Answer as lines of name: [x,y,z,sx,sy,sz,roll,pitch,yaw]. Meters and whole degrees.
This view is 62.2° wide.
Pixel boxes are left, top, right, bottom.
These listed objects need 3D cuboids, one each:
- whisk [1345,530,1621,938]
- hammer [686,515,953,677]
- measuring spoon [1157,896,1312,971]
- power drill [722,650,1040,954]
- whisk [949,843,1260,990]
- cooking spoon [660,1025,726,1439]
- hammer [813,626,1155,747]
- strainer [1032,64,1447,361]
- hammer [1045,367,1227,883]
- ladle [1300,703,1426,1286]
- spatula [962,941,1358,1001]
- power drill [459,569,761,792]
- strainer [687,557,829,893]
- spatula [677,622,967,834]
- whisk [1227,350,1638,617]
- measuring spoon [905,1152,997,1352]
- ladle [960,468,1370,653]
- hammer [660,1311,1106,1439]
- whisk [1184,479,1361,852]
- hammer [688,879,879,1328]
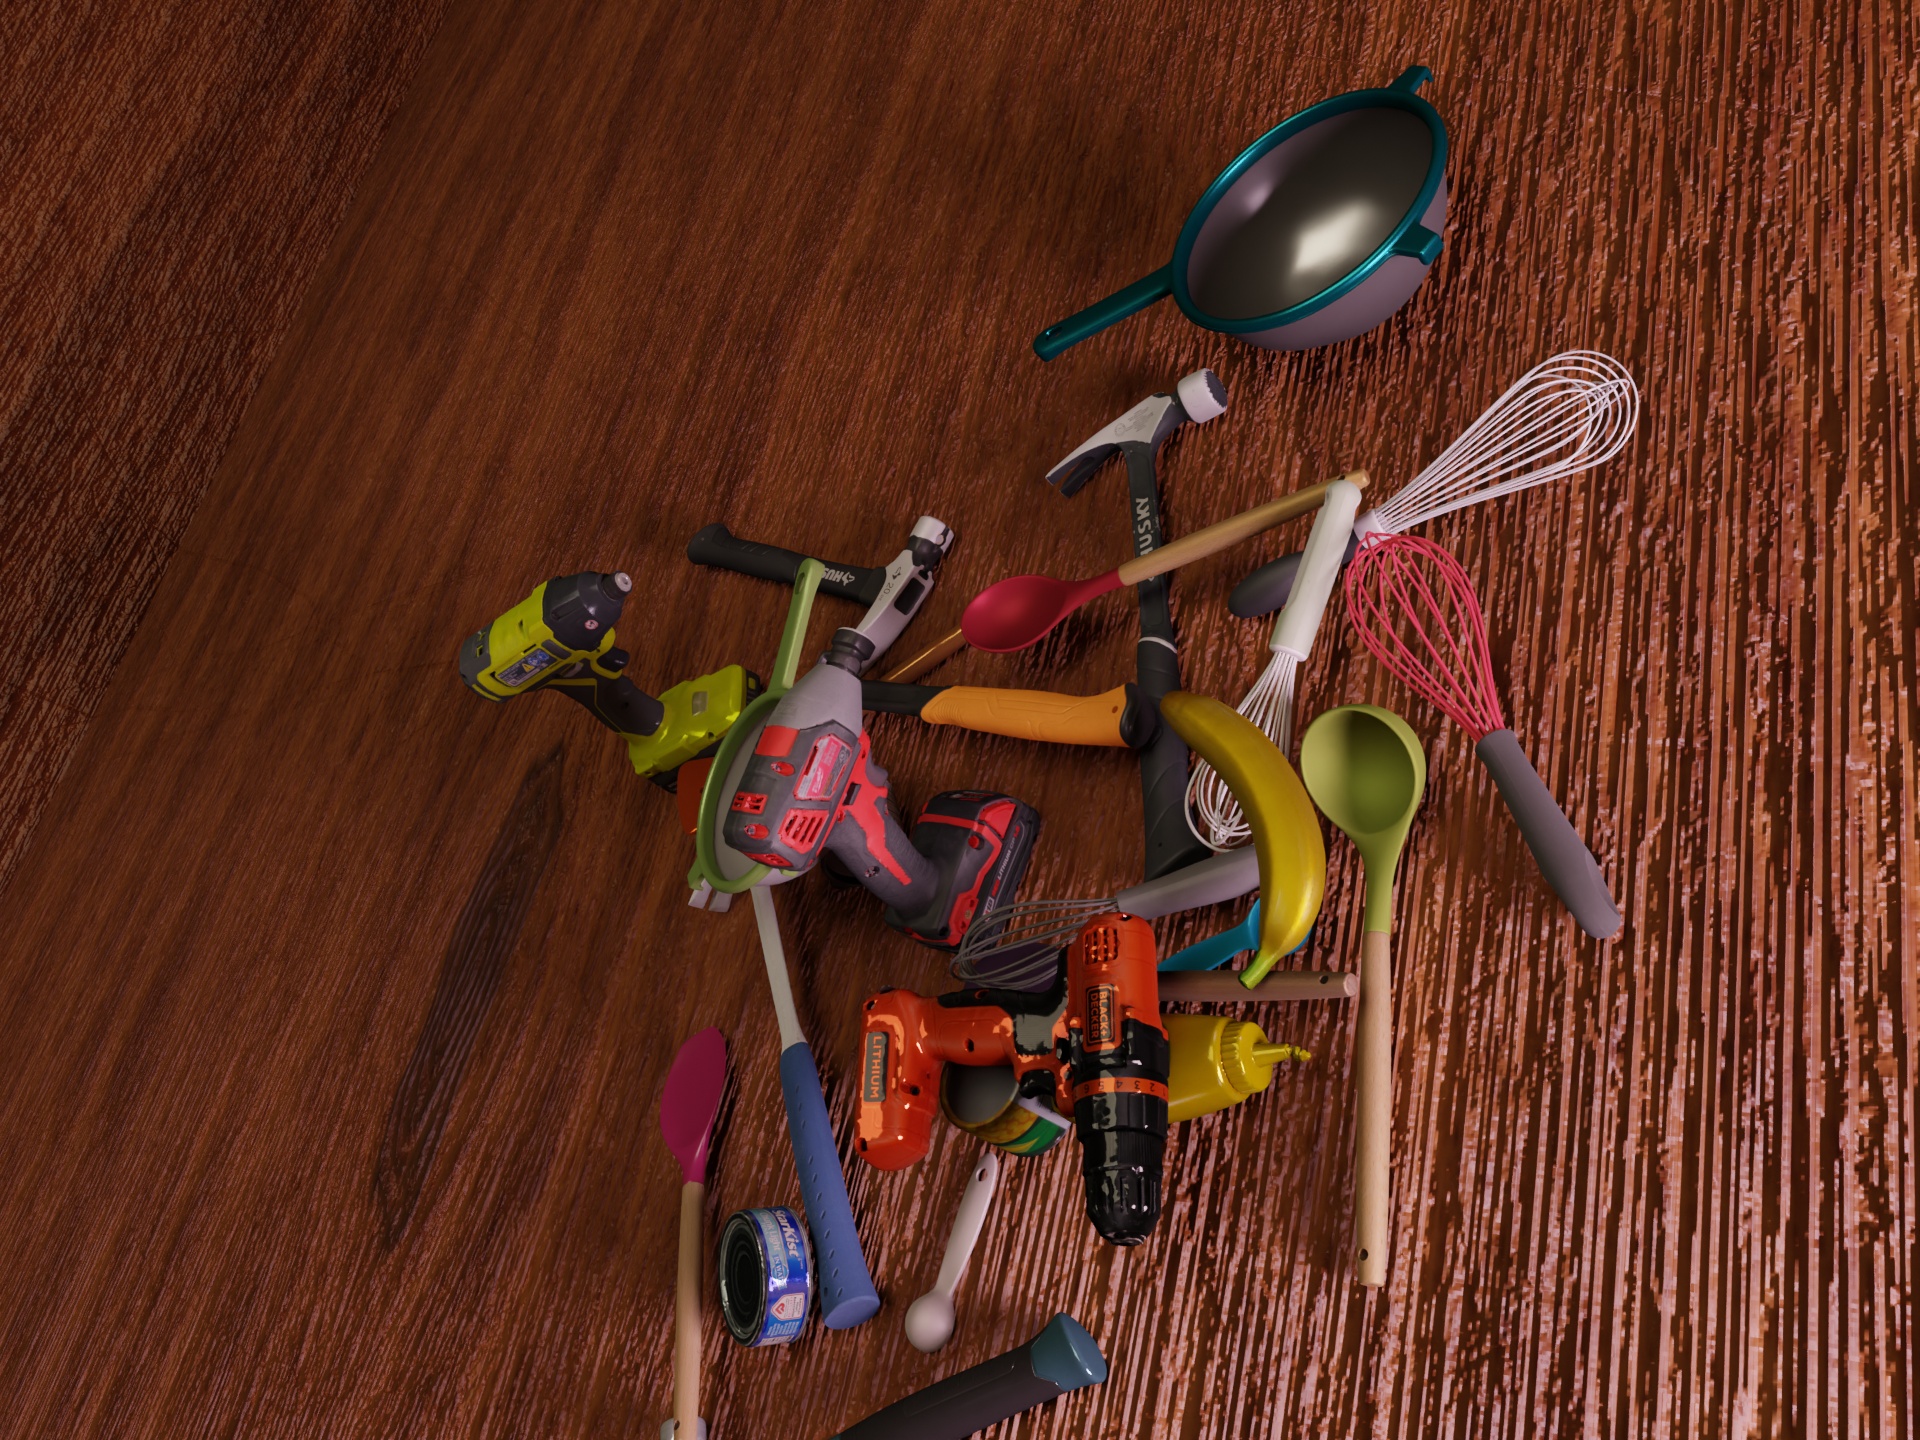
whisk: [0.292,-0.002,0.898,0.073,0.073,0.296,-35,49,21]
hammer: [-0.149,-0.130,1.417,0.335,0.035,0.146,18,75,48]
measuring spoon: [0.161,0.140,0.957,0.128,0.021,0.042,-34,44,34]
power drill: [-0.049,0.058,1.051,0.078,0.219,0.143,4,66,44]
whisk: [0.103,0.118,0.980,0.239,0.055,0.055,-20,49,14]
cooking spoon: [-0.187,0.349,1.111,0.068,0.017,0.319,-34,37,22]
hammer: [-0.002,-0.004,1.144,0.337,0.034,0.127,5,64,46]
strainer: [0.212,-0.318,1.165,0.340,0.095,0.211,-19,48,36]
hammer: [0.131,-0.066,1.110,0.149,0.036,0.409,-24,49,32]
ladle: [0.219,0.139,0.870,0.078,0.062,0.320,-24,50,48]
spatula: [0.106,0.159,0.965,0.316,0.018,0.060,-11,50,49]
power drill: [-0.277,-0.036,1.327,0.171,0.223,0.080,-28,47,27]
strainer: [-0.114,0.009,1.151,0.151,0.069,0.256,-15,58,52]
spatula: [-0.098,-0.008,1.281,0.322,0.041,0.081,-34,43,20]
whisk: [0.287,-0.136,1.000,0.284,0.070,0.070,-31,45,31]
measuring spoon: [-0.006,0.325,0.979,0.034,0.018,0.124,4,65,45]
ladle: [0.133,-0.110,1.091,0.315,0.031,0.069,-20,49,33]
hammer: [-0.055,0.429,0.943,0.331,0.033,0.128,-33,44,22]
whisk: [0.200,-0.035,0.986,0.059,0.058,0.246,20,85,4]
hammer: [-0.122,0.229,1.126,0.144,0.035,0.406,-50,41,32]
